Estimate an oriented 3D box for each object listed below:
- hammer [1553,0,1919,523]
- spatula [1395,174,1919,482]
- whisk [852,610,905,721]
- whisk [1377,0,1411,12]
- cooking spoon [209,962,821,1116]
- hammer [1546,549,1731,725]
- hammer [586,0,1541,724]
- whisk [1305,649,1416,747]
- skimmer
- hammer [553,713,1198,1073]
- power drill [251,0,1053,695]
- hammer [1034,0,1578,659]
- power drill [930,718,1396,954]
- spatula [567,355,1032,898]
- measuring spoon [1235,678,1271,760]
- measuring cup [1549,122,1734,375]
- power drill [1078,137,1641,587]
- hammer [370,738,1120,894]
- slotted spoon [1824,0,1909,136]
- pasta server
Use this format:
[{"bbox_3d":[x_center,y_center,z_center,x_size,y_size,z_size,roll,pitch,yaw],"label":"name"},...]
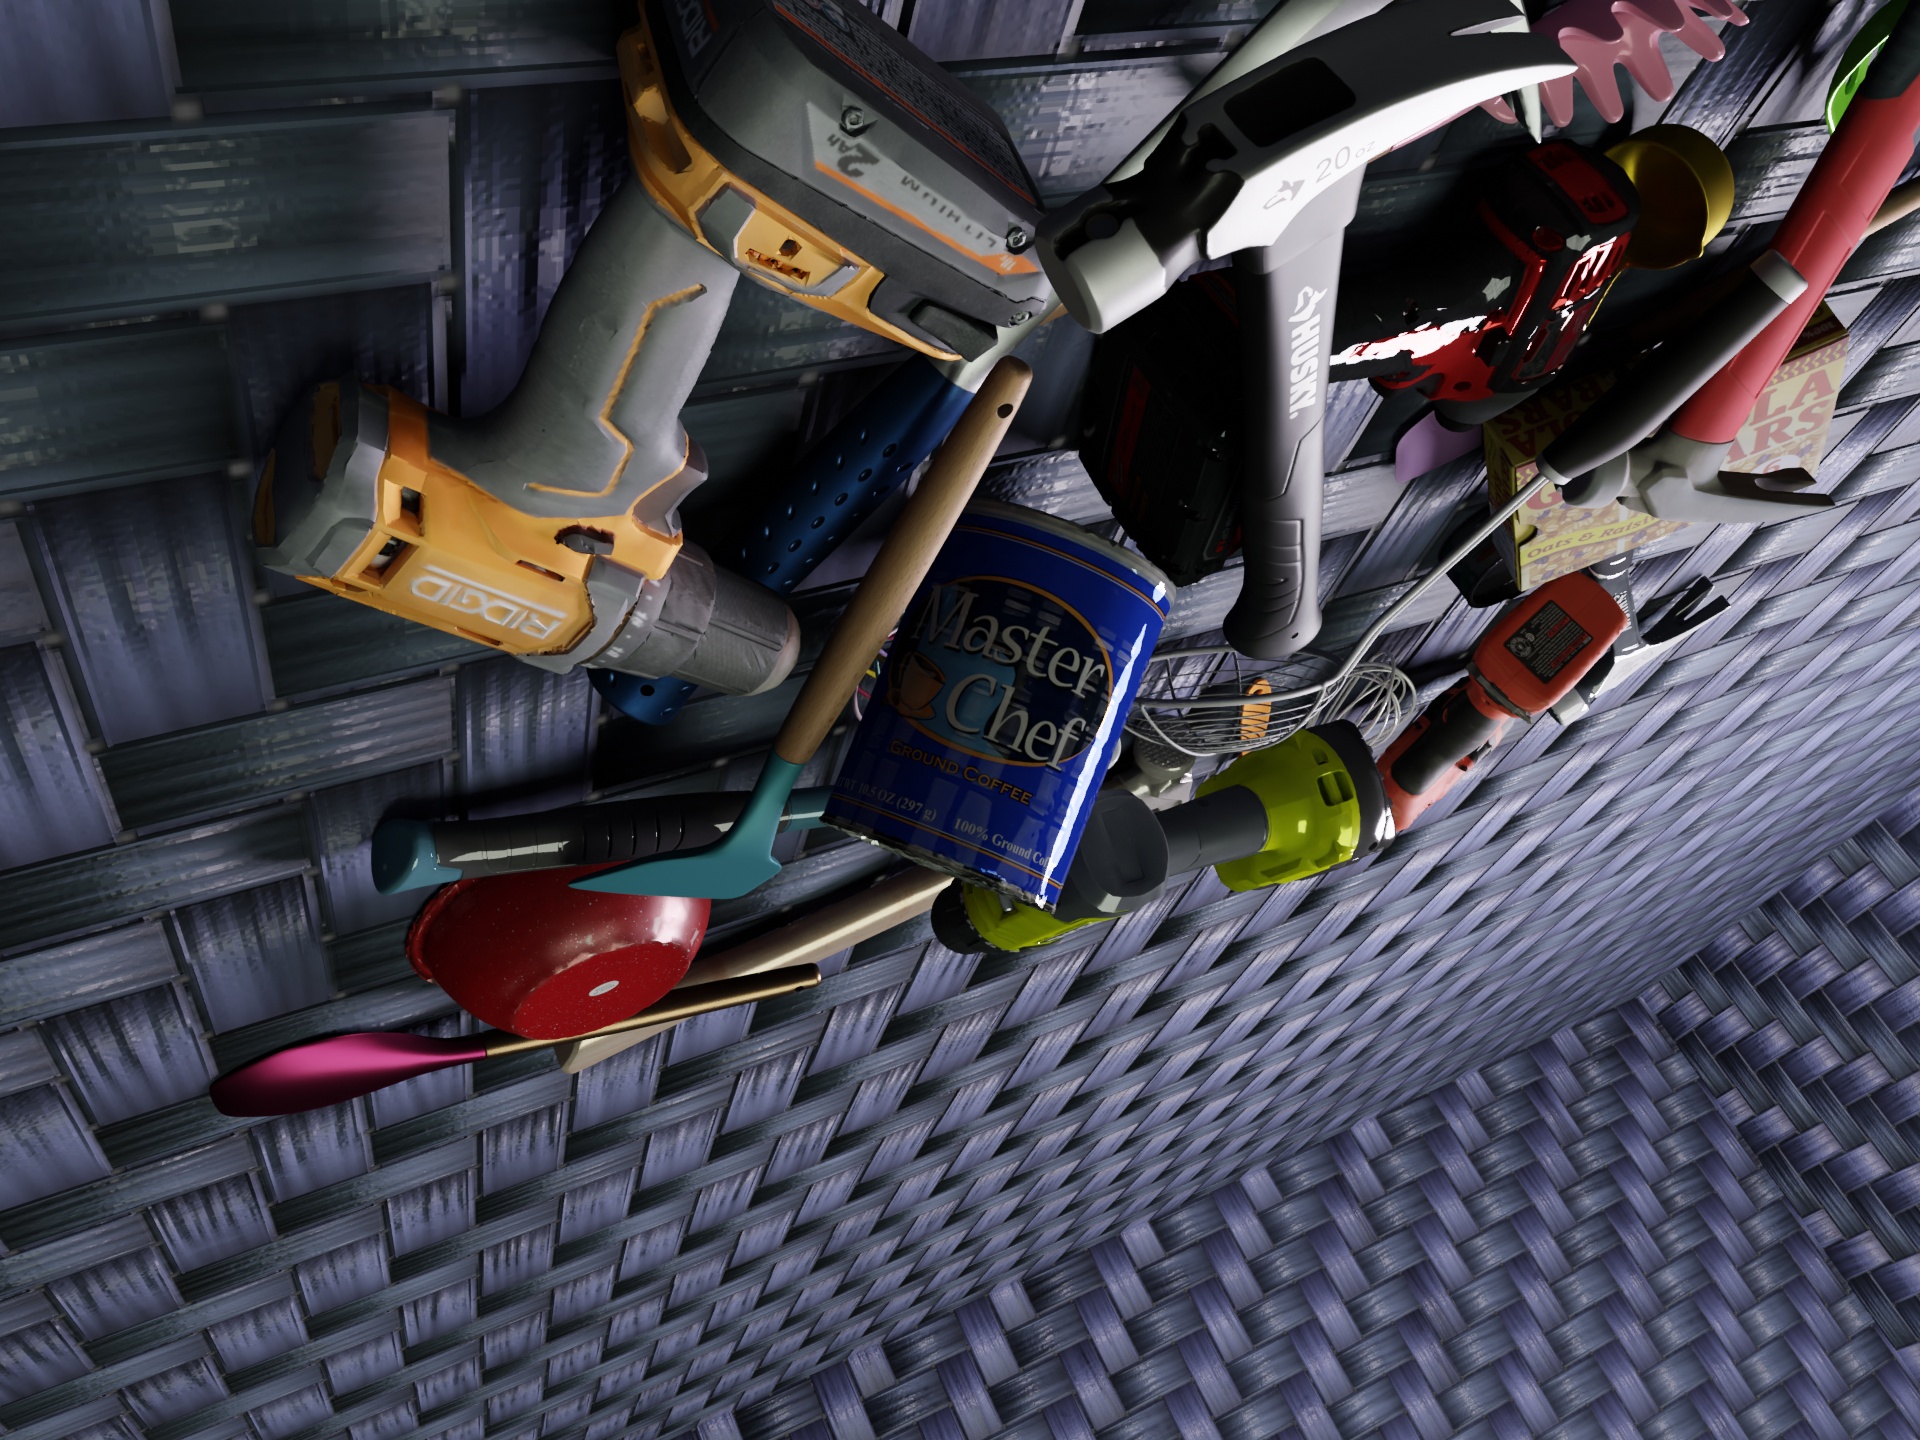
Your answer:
[{"bbox_3d":[0.389,-0.243,0.648,0.143,0.038,0.386,1,134,-14],"label":"hammer"},{"bbox_3d":[0.360,-0.204,0.805,0.316,0.018,0.059,-27,151,-2],"label":"spatula"},{"bbox_3d":[-0.003,-0.004,0.792,0.047,0.051,0.244,-13,162,16],"label":"whisk"},{"bbox_3d":[0.189,-0.276,0.463,0.073,0.073,0.295,2,146,-46],"label":"whisk"},{"bbox_3d":[-0.230,0.169,0.855,0.319,0.017,0.068,-10,144,-18],"label":"cooking spoon"},{"bbox_3d":[0.436,-0.099,1.051,0.149,0.036,0.408,-36,153,12],"label":"hammer"},{"bbox_3d":[0.009,-0.123,0.545,0.144,0.035,0.405,29,125,-34],"label":"hammer"},{"bbox_3d":[0.231,0.032,1.081,0.057,0.059,0.246,19,143,-9],"label":"whisk"},{"bbox_3d":[0.210,-0.098,0.746,0.363,0.090,0.127,-45,169,34],"label":"skimmer"},{"bbox_3d":[-0.047,0.116,0.962,0.410,0.038,0.146,-23,155,-11],"label":"hammer"},{"bbox_3d":[-0.074,-0.093,0.478,0.226,0.084,0.185,-40,139,27],"label":"power drill"},{"bbox_3d":[0.114,-0.099,0.540,0.146,0.035,0.334,-32,158,-2],"label":"hammer"},{"bbox_3d":[0.104,0.073,0.877,0.228,0.080,0.190,-13,168,-30],"label":"power drill"},{"bbox_3d":[-0.059,-0.014,0.608,0.082,0.044,0.317,9,132,-33],"label":"spatula"},{"bbox_3d":[0.186,0.003,1.019,0.021,0.011,0.116,-25,150,-8],"label":"measuring spoon"},{"bbox_3d":[0.290,-0.202,0.710,0.029,0.062,0.156,-36,165,-18],"label":"measuring cup"},{"bbox_3d":[0.165,-0.145,0.657,0.219,0.079,0.143,-24,155,-16],"label":"power drill"},{"bbox_3d":[-0.096,0.043,0.734,0.331,0.033,0.128,-6,163,-25],"label":"hammer"},{"bbox_3d":[0.403,-0.221,0.771,0.070,0.031,0.313,-21,149,-10],"label":"slotted spoon"},{"bbox_3d":[0.132,-0.194,0.574,0.316,0.040,0.060,-26,171,-2],"label":"pasta server"}]
